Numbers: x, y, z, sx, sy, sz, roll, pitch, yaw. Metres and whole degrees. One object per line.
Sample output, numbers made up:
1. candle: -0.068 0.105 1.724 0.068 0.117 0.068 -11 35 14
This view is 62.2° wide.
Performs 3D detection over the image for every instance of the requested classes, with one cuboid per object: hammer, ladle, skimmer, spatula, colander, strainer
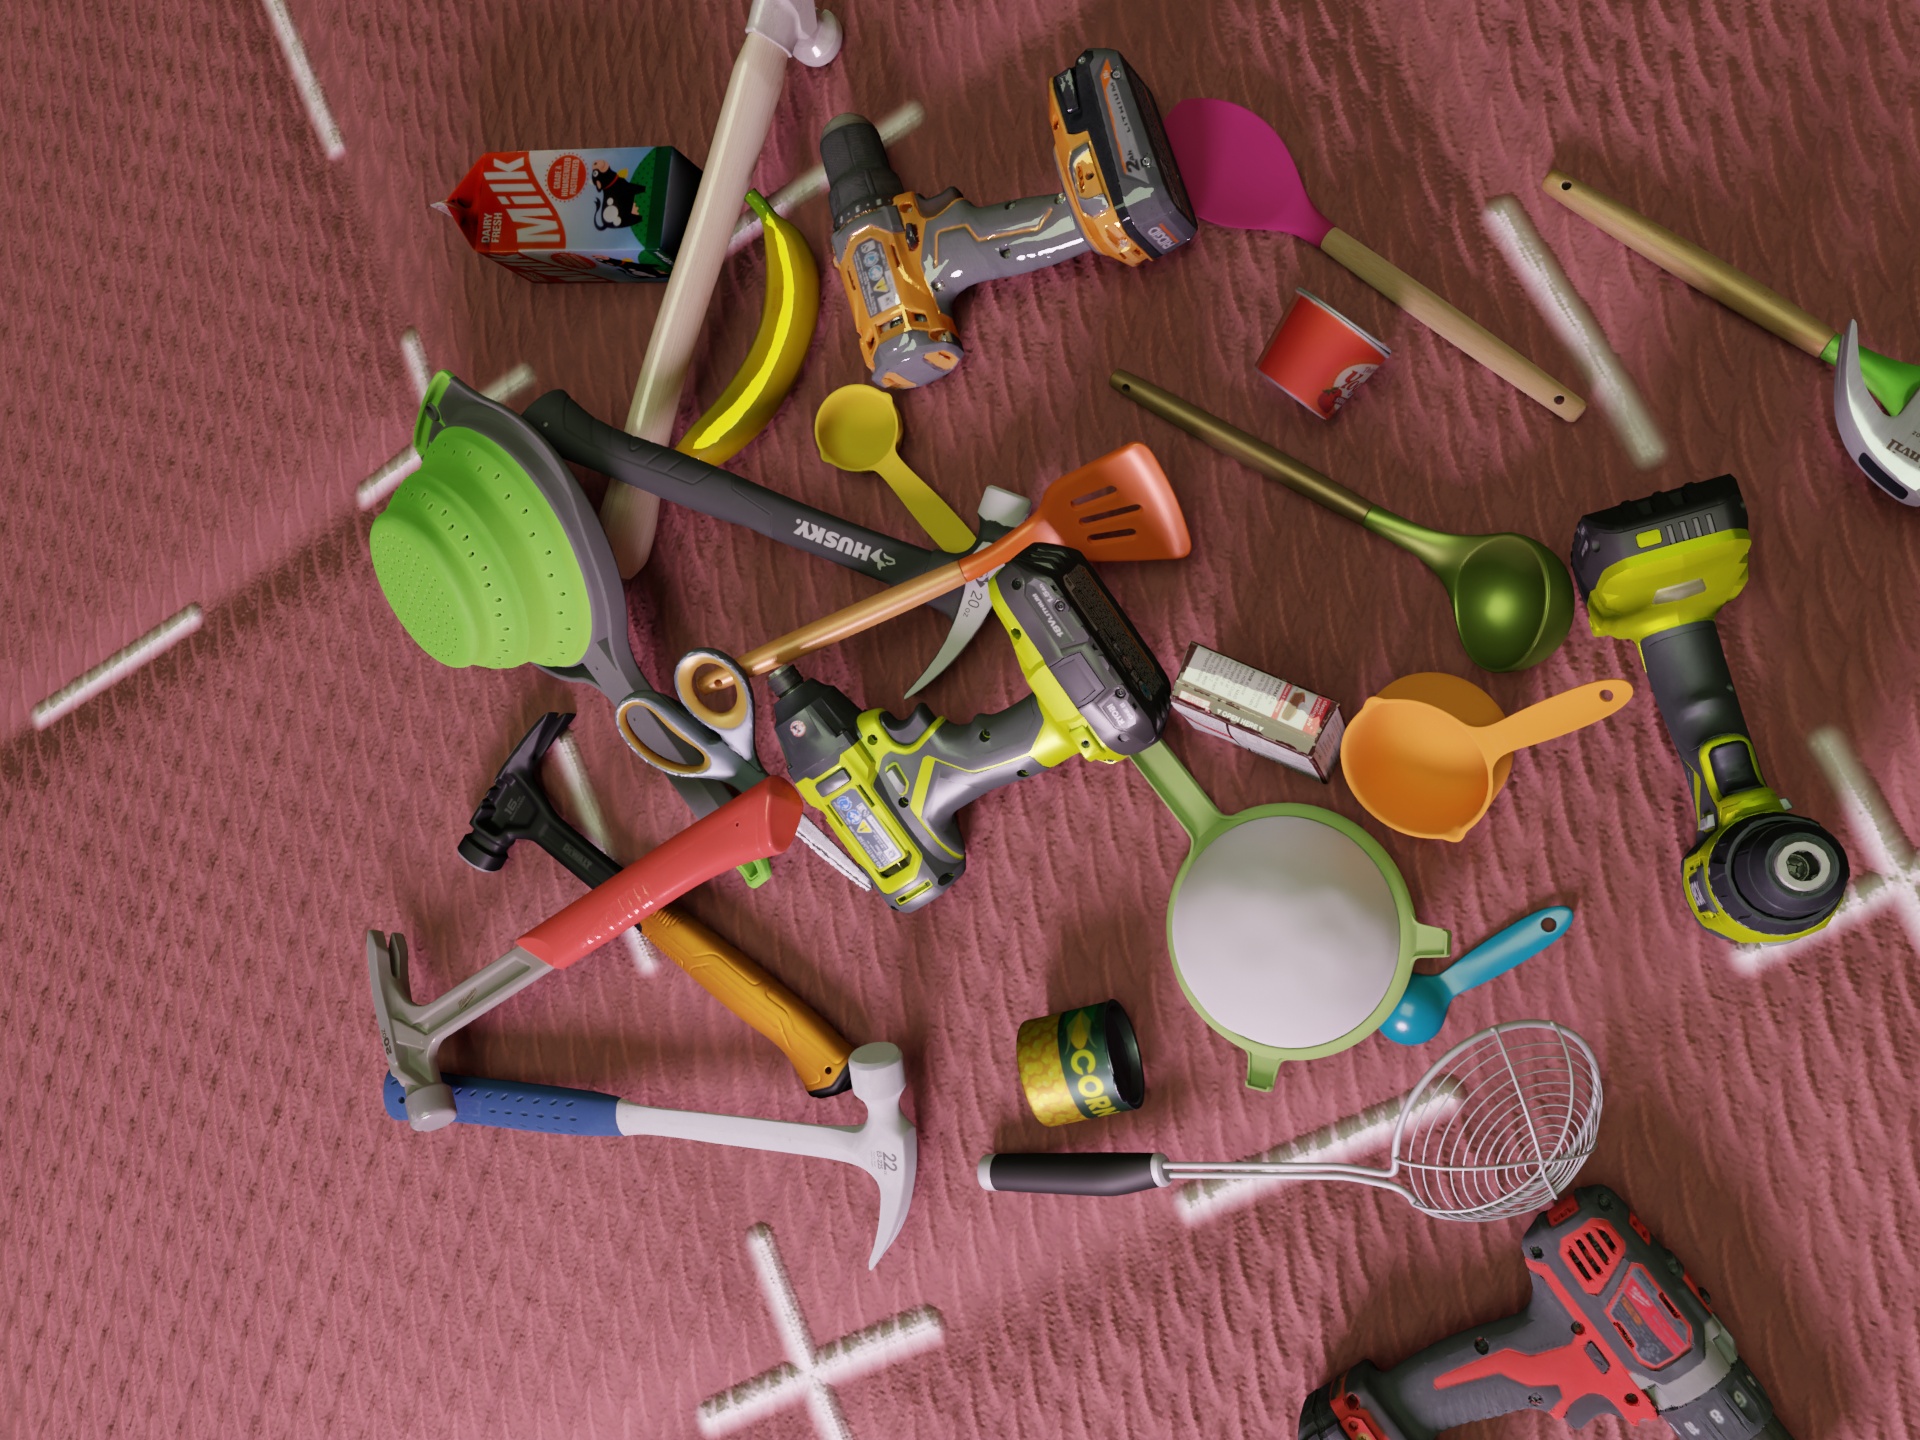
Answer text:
1. hammer: -0.183 -0.295 1.057 0.038 0.146 0.410 21 98 21
2. ladle: 0.213 -0.131 0.939 0.320 0.062 0.078 34 127 22
3. skimmer: 0.180 0.239 0.927 0.363 0.090 0.127 -10 122 30
4. spatula: -0.020 -0.079 0.980 0.322 0.041 0.081 -23 117 10
5. hammer: -0.252 0.128 1.046 0.359 0.036 0.149 -33 63 20
6. colander: -0.271 -0.036 1.044 0.397 0.094 0.204 54 145 2
7. hammer: -0.194 0.132 1.075 0.337 0.034 0.127 36 99 18
8. hammer: -0.133 -0.132 1.027 0.335 0.035 0.146 21 98 4
9. strainer: 0.150 0.082 0.931 0.151 0.069 0.256 -43 70 20
10. hammer: -0.215 0.271 1.059 0.405 0.035 0.144 0 106 23
11. hammer: 0.577 -0.250 0.809 0.128 0.033 0.331 39 92 20

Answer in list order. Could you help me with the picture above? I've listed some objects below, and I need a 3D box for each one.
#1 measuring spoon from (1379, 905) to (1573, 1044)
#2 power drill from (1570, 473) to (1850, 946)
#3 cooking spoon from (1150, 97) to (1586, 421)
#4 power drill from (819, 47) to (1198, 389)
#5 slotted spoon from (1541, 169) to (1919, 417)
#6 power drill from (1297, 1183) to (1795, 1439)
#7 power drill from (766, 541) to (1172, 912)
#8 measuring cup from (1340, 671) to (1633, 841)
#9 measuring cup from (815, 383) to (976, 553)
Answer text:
1. measuring spoon: 0.292 0.143 0.906 0.128 0.021 0.042 -36 75 16
2. power drill: 0.381 0.000 0.801 0.080 0.190 0.229 -16 77 16
3. cooking spoon: 0.241 -0.276 0.958 0.319 0.017 0.068 42 107 18
4. power drill: 0.017 -0.337 1.011 0.226 0.084 0.185 -21 79 23
5. slotted spoon: 0.455 -0.222 0.874 0.314 0.031 0.070 40 99 20
6. power drill: 0.318 0.385 0.855 0.226 0.080 0.188 -39 75 10
7. power drill: -0.002 -0.003 0.962 0.223 0.080 0.171 -33 96 24
8. measuring cup: 0.291 0.002 0.866 0.173 0.052 0.095 -28 97 45
9. measuring cup: -0.033 -0.155 1.049 0.062 0.029 0.156 -42 86 11
